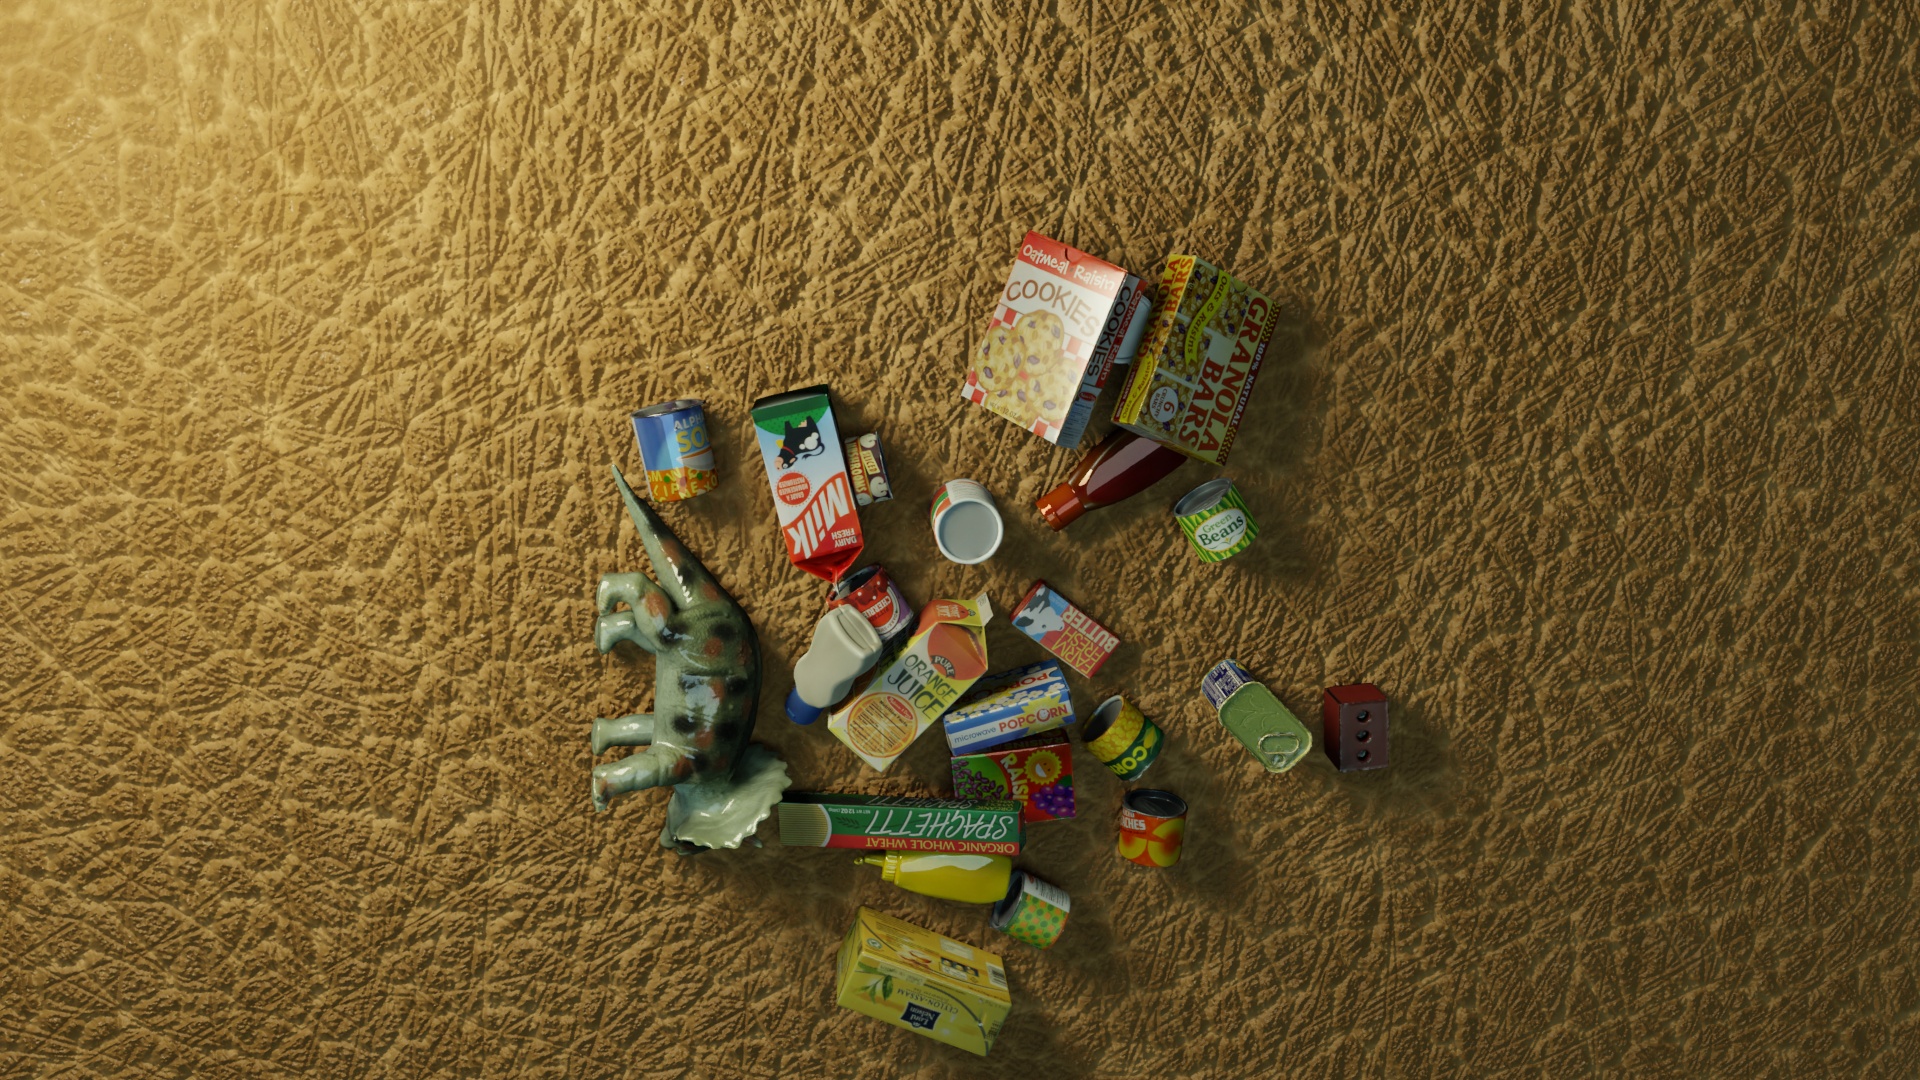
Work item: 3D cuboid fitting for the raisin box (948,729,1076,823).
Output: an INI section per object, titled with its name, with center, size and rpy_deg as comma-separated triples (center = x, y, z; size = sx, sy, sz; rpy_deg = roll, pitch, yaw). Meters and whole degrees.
[raisin box]
center = 0.053, 0.245, 1.421
size = 0.123, 0.040, 0.086
rpy_deg = -7, 104, -2

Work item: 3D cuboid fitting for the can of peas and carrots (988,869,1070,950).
[can of peas and carrots]
center = 0.072, 0.386, 1.444
size = 0.059, 0.071, 0.071
rpy_deg = 28, 100, -12

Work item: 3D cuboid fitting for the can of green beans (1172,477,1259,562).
[can of green beans]
center = 0.250, -0.020, 1.357
size = 0.071, 0.071, 0.057
rpy_deg = -33, 105, 4

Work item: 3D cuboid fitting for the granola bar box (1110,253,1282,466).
[granola bar box]
center = 0.222, -0.166, 1.292
size = 0.124, 0.039, 0.165
rpy_deg = 20, 90, -35

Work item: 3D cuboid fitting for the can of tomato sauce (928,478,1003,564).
[can of tomato sauce]
center = 0.005, -0.017, 1.327
size = 0.071, 0.083, 0.071
rpy_deg = -1, 104, -5

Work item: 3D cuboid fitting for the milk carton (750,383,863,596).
[milk carton]
center = -0.138, -0.045, 1.313
size = 0.073, 0.072, 0.190
rpy_deg = -13, 105, -2

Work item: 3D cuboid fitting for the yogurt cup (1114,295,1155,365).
[yogurt cup]
center = 0.148, -0.203, 1.308
size = 0.072, 0.054, 0.072
rpy_deg = -1, 104, -5

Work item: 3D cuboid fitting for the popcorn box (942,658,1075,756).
[popcorn box]
center = 0.044, 0.164, 1.375
size = 0.127, 0.085, 0.038
rpy_deg = -16, 106, -1

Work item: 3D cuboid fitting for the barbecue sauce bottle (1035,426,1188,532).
[barbecue sauce bottle]
center = 0.144, -0.064, 1.349
size = 0.148, 0.044, 0.064
rpy_deg = -35, 109, 5

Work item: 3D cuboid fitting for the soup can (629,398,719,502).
[soup can]
center = -0.263, -0.085, 1.294
size = 0.071, 0.071, 0.083
rpy_deg = -11, 106, -2

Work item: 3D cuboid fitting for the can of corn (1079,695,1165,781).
[can of corn]
center = 0.163, 0.200, 1.403
size = 0.058, 0.071, 0.071
rpy_deg = 42, 97, -12

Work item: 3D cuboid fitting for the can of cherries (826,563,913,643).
[can of cherries]
center = -0.088, 0.064, 1.346
size = 0.071, 0.071, 0.058
rpy_deg = -31, 105, 3

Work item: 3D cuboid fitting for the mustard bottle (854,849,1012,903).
[mustard bottle]
center = -0.029, 0.333, 1.431
size = 0.160, 0.049, 0.065
rpy_deg = 8, 103, -6

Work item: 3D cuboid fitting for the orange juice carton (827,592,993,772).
[orange juice carton]
center = -0.039, 0.128, 1.366
size = 0.073, 0.072, 0.192
rpy_deg = 43, 97, -14

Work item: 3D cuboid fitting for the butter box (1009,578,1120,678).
[butter box]
center = 0.105, 0.089, 1.394
size = 0.103, 0.024, 0.053
rpy_deg = 36, 99, -12

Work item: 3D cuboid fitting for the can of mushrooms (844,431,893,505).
[can of mushrooms]
center = -0.087, -0.068, 1.313
size = 0.033, 0.071, 0.071
rpy_deg = -12, 105, 0

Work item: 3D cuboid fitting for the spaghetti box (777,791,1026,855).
[spaghetti box]
center = -0.060, 0.284, 1.398
size = 0.250, 0.029, 0.050
rpy_deg = 1, 105, 8

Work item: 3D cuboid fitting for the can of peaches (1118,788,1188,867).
[can of peaches]
center = 0.196, 0.297, 1.432
size = 0.071, 0.071, 0.058
rpy_deg = 3, 105, -6

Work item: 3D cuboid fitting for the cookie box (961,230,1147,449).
[cookie box]
center = 0.084, -0.185, 1.276
size = 0.040, 0.123, 0.167
rpy_deg = 8, 109, -52

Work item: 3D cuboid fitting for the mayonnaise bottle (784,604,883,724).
[mayonnaise bottle]
center = -0.128, 0.126, 1.338
size = 0.065, 0.041, 0.147
rpy_deg = 50, 135, 14
